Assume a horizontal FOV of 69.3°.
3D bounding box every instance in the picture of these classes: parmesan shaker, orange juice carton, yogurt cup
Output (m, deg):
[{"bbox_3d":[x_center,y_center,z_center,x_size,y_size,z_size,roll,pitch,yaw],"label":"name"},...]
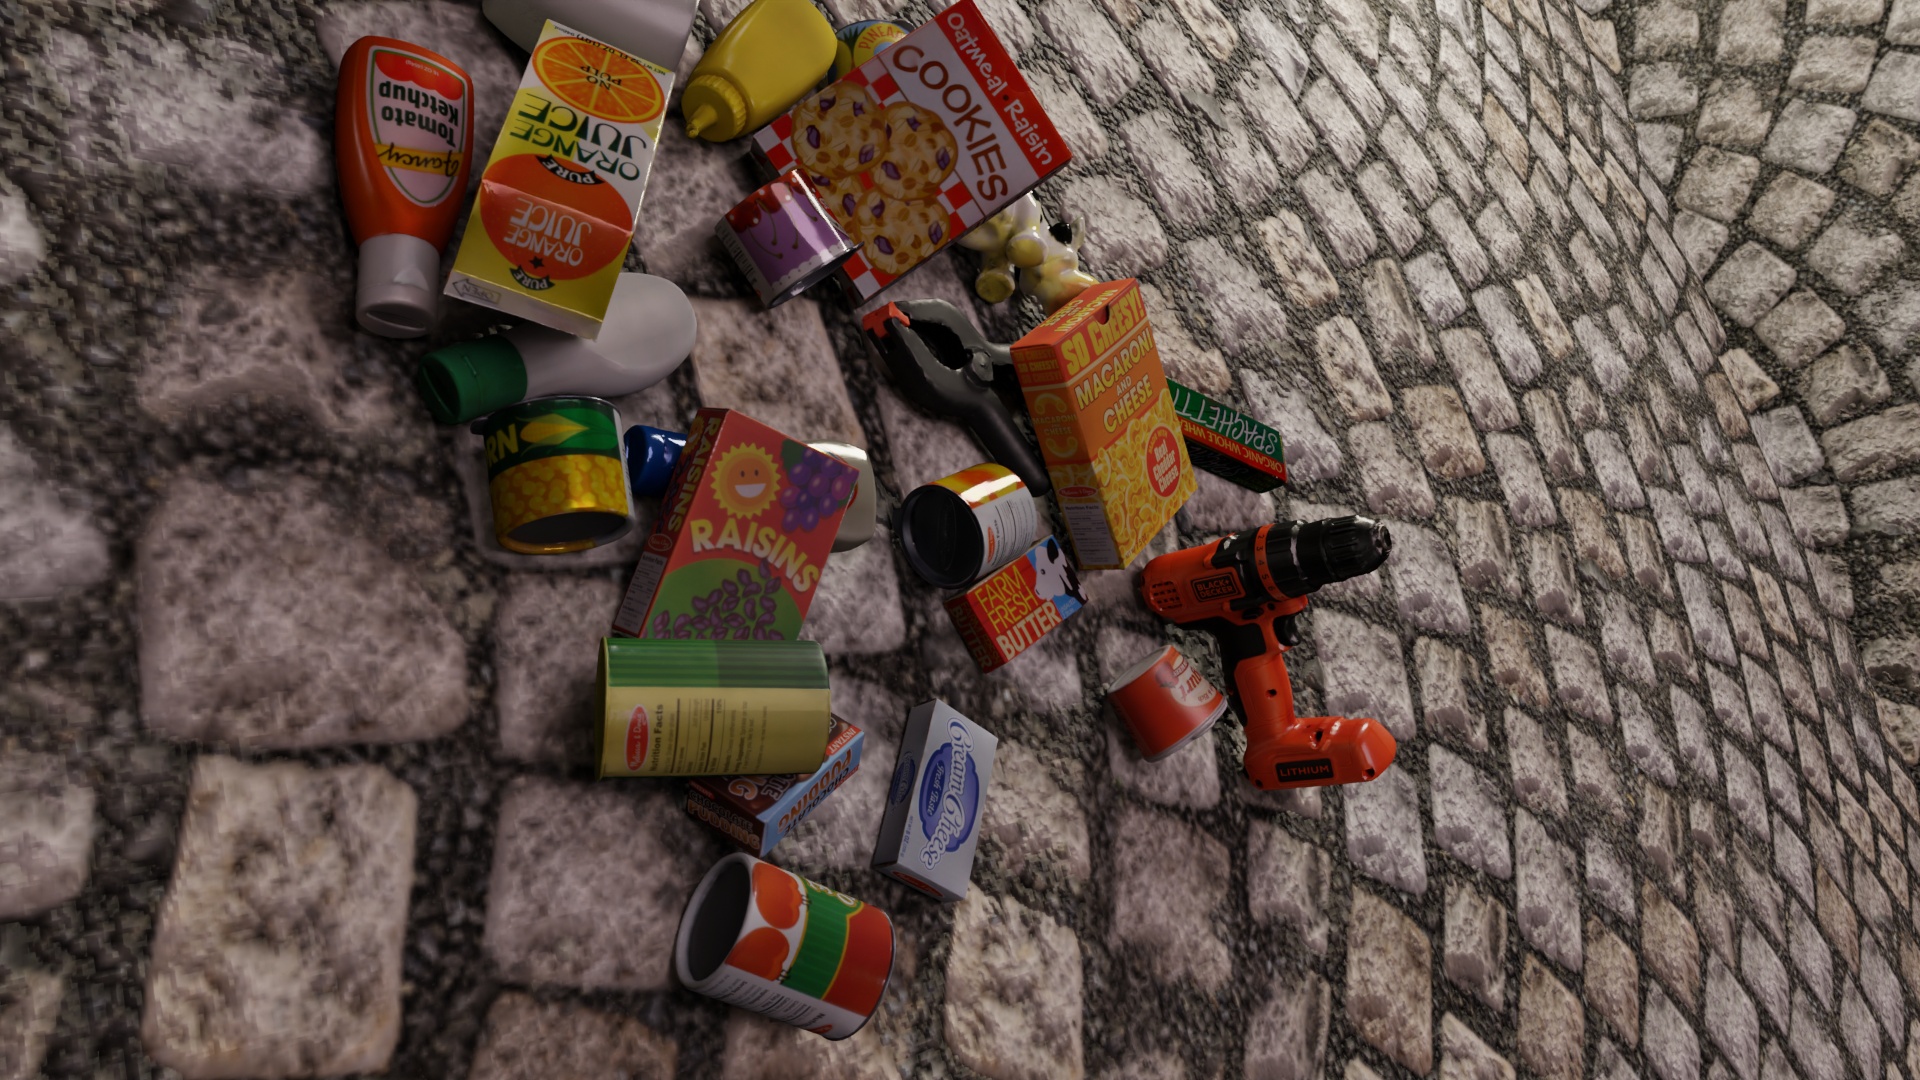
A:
[{"bbox_3d":[-0.120,0.082,0.662,0.103,0.071,0.071,2,67,-19],"label":"parmesan shaker"},{"bbox_3d":[-0.199,-0.172,0.694,0.072,0.072,0.194,19,44,-19],"label":"orange juice carton"},{"bbox_3d":[0.134,0.106,0.924,0.054,0.072,0.073,52,43,0],"label":"yogurt cup"}]

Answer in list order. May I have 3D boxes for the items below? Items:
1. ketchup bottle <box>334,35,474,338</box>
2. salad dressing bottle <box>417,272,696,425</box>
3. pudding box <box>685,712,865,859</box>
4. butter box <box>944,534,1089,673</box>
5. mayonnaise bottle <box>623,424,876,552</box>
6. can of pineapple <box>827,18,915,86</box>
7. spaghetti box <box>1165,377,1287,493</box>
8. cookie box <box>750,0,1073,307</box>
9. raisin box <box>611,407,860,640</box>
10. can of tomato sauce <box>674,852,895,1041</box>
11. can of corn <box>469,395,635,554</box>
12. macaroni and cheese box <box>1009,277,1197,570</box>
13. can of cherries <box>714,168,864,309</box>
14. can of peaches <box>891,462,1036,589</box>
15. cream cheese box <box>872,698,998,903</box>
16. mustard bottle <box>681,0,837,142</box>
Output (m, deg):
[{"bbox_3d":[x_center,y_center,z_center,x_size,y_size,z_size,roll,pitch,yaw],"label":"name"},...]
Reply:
[{"bbox_3d":[-0.274,-0.172,0.682,0.065,0.043,0.149,13,62,-41],"label":"ketchup bottle"},{"bbox_3d":[-0.204,-0.097,0.713,0.148,0.043,0.064,-30,87,-47],"label":"salad dressing bottle"},{"bbox_3d":[-0.092,0.118,0.704,0.050,0.030,0.084,28,39,21],"label":"pudding box"},{"bbox_3d":[0.037,0.040,0.890,0.104,0.024,0.053,-32,93,-48],"label":"butter box"},{"bbox_3d":[-0.115,-0.033,0.766,0.148,0.041,0.065,10,66,-40],"label":"mayonnaise bottle"},{"bbox_3d":[-0.057,-0.310,0.944,0.071,0.070,0.058,12,62,-40],"label":"can of pineapple"},{"bbox_3d":[0.167,-0.094,1.081,0.250,0.028,0.050,19,58,-37],"label":"spaghetti box"},{"bbox_3d":[-0.030,-0.248,0.889,0.168,0.040,0.123,-36,97,-8],"label":"cookie box"},{"bbox_3d":[-0.114,0.003,0.716,0.086,0.040,0.123,24,82,-33],"label":"raisin box"},{"bbox_3d":[-0.084,0.192,0.665,0.083,0.071,0.071,31,51,-29],"label":"can of tomato sauce"},{"bbox_3d":[-0.196,-0.030,0.670,0.071,0.071,0.058,2,69,-44],"label":"can of corn"},{"bbox_3d":[0.103,-0.081,0.960,0.124,0.040,0.166,-43,121,-45],"label":"macaroni and cheese box"},{"bbox_3d":[-0.103,-0.182,0.834,0.058,0.071,0.072,56,43,-6],"label":"can of cherries"},{"bbox_3d":[0.003,-0.011,0.854,0.058,0.071,0.071,-25,88,-48],"label":"can of peaches"},{"bbox_3d":[-0.013,0.147,0.787,0.053,0.024,0.104,36,49,-28],"label":"cream cheese box"},{"bbox_3d":[-0.135,-0.291,0.873,0.065,0.048,0.161,46,45,-17],"label":"mustard bottle"}]
